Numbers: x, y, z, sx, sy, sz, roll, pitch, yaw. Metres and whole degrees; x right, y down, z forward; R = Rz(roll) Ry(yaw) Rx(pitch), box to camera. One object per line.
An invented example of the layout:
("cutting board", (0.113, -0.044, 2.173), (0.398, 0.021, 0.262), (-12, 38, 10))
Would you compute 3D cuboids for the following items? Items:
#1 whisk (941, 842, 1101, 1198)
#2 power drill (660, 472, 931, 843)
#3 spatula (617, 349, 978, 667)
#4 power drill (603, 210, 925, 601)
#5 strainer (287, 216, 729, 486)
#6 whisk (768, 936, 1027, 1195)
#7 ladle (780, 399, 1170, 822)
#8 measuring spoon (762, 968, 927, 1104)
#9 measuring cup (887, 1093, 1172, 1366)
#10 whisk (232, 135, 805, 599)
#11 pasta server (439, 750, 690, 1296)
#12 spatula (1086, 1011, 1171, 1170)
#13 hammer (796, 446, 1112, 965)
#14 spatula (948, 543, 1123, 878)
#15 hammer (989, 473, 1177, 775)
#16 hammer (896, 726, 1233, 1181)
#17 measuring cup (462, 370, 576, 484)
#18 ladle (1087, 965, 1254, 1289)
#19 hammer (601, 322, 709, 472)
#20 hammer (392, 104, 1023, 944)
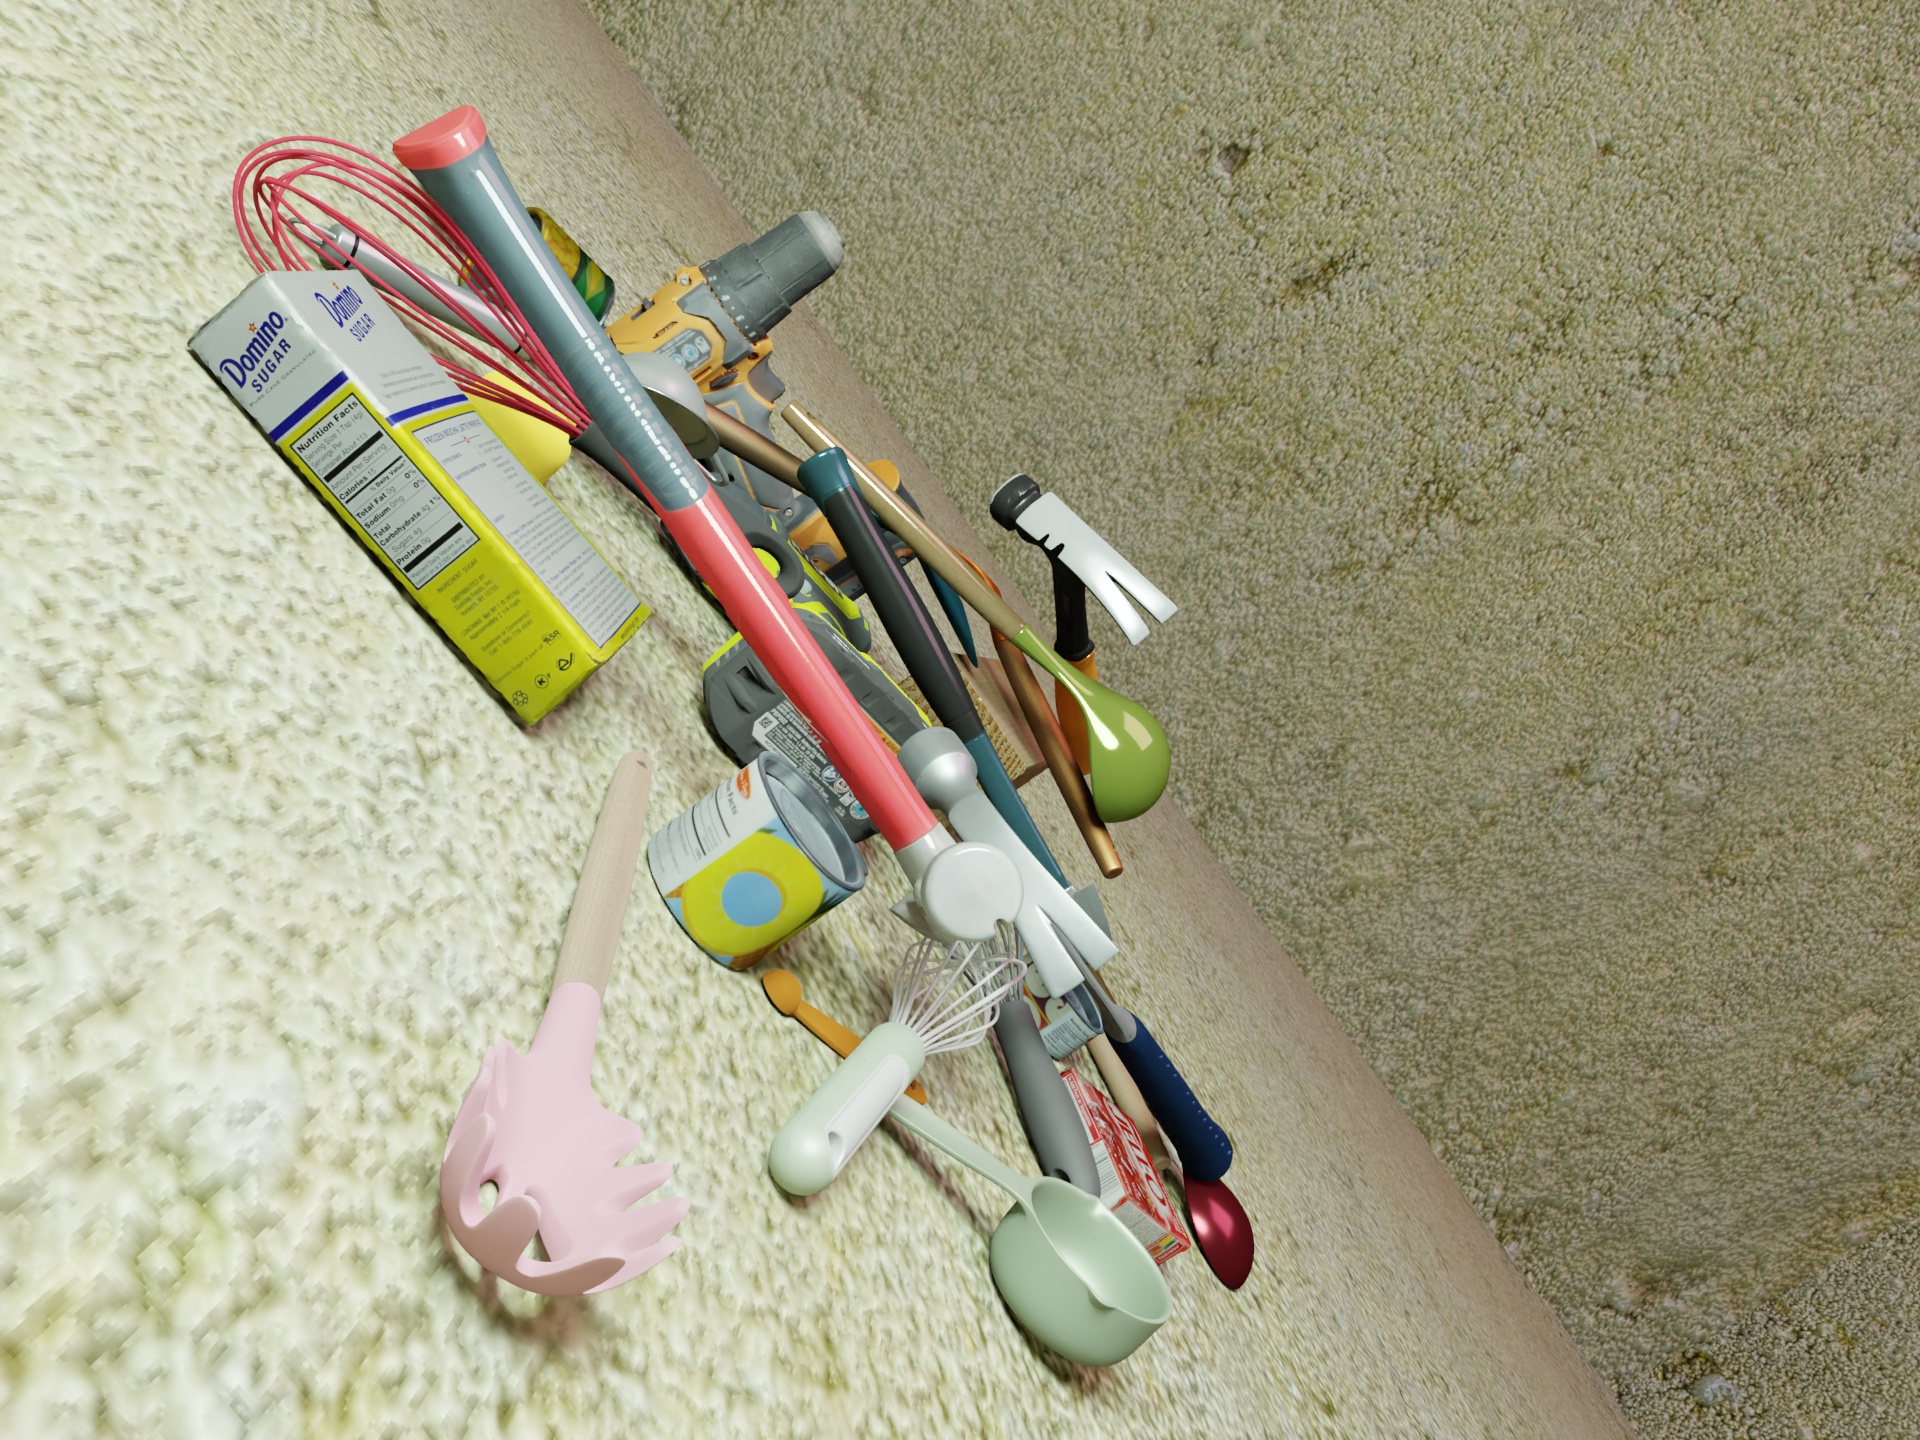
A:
("whisk", (0.030, 0.157, 0.854), (0.055, 0.055, 0.239), (45, 16, -45))
("power drill", (-0.098, -0.047, 0.873), (0.171, 0.080, 0.223), (47, 8, -36))
("spatula", (-0.102, -0.136, 0.934), (0.317, 0.044, 0.082), (29, 28, -28))
("power drill", (-0.108, -0.188, 0.997), (0.226, 0.185, 0.084), (52, 6, -31))
("strainer", (-0.209, -0.187, 0.789), (0.087, 0.050, 0.258), (5, -13, 44))
("whisk", (-0.023, 0.130, 0.637), (0.246, 0.059, 0.058), (-29, 110, -73))
("ladle", (0.007, -0.063, 0.939), (0.320, 0.062, 0.078), (44, 33, -7))
("measuring spoon", (-0.044, 0.133, 0.665), (0.116, 0.011, 0.021), (46, 12, -41))
("measuring cup", (0.011, 0.202, 0.651), (0.167, 0.038, 0.083), (37, 11, -3))
("whisk", (-0.181, -0.142, 0.700), (0.295, 0.073, 0.073), (38, 16, -29))
("pasta server", (-0.110, 0.068, 0.489), (0.060, 0.040, 0.316), (40, 12, -18))
("spatula", (0.072, 0.174, 1.088), (0.059, 0.018, 0.316), (66, -2, -45))
("hammer", (-0.001, -0.003, 0.903), (0.331, 0.033, 0.128), (61, -4, -7))
("spatula", (0.031, -0.026, 1.038), (0.080, 0.041, 0.323), (42, 20, -53))
("hammer", (0.082, -0.033, 1.057), (0.127, 0.034, 0.336), (45, -13, 20))
("hammer", (0.083, 0.161, 0.841), (0.144, 0.035, 0.405), (52, -3, 42))
("measuring cup", (-0.212, -0.155, 0.818), (0.062, 0.029, 0.156), (52, 10, -10))
("ladle", (0.123, 0.242, 1.082), (0.069, 0.031, 0.316), (43, 13, -42))
("hammer", (-0.207, -0.224, 1.069), (0.408, 0.036, 0.149), (49, 3, -40))
("hammer", (-0.105, -0.075, 0.653), (0.386, 0.038, 0.143), (56, -12, -2))
